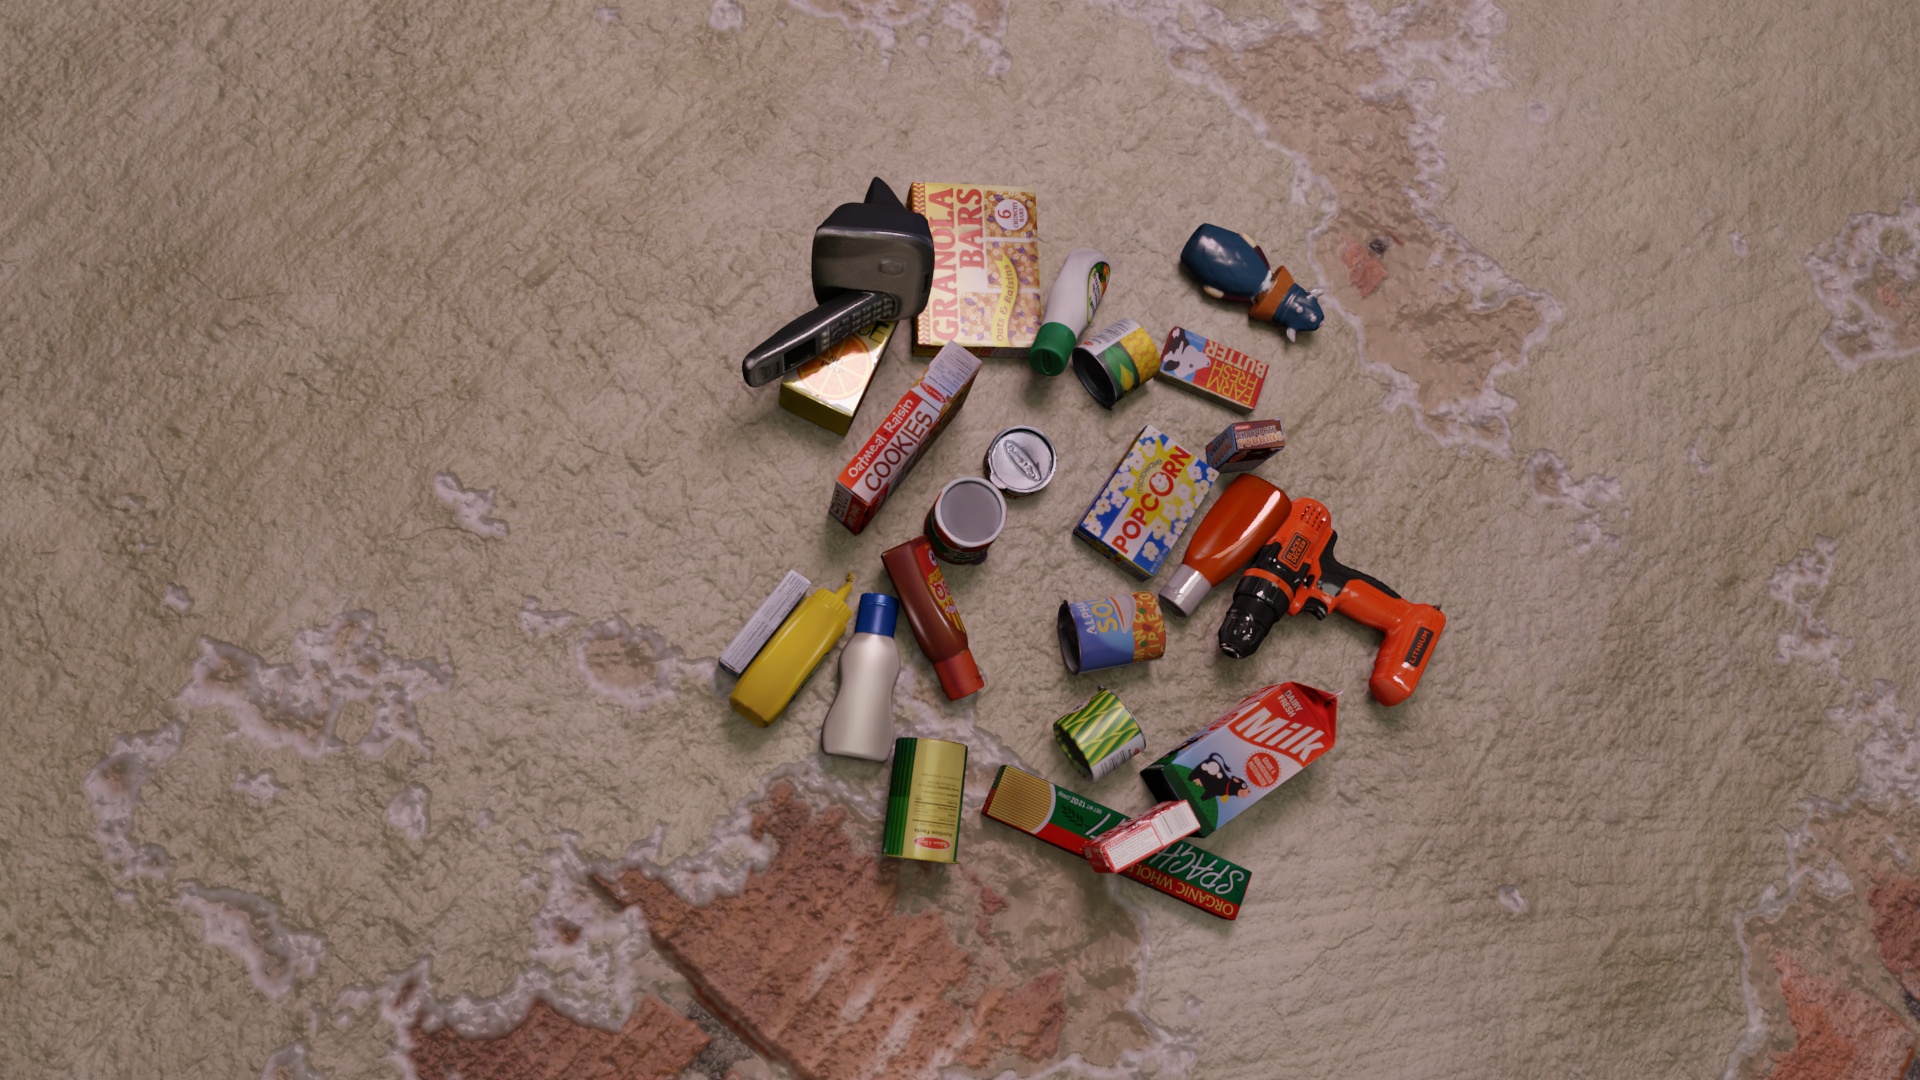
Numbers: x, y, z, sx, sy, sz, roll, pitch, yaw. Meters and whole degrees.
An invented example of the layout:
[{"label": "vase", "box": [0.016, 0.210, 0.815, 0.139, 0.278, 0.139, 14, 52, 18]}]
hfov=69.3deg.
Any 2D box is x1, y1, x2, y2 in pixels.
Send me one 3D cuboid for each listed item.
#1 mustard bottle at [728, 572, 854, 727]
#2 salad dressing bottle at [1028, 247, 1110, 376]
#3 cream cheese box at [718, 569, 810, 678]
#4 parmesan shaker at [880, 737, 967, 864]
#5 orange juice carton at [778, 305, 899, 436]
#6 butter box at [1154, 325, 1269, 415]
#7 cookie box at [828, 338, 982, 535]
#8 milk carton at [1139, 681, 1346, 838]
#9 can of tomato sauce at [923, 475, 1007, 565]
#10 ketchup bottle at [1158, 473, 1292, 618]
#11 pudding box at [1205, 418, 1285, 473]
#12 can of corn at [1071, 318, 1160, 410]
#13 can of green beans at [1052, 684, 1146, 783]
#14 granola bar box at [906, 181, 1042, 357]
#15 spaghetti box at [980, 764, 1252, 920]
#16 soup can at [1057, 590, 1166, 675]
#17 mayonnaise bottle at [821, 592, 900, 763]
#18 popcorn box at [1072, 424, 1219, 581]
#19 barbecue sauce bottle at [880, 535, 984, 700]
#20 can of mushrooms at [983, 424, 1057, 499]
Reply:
[{"label": "mustard bottle", "box": [-0.140, 0.092, 1.233, 0.049, 0.065, 0.161, 39, 71, -3]}, {"label": "salad dressing bottle", "box": [0.103, -0.217, 1.321, 0.044, 0.064, 0.148, 11, 51, 18]}, {"label": "cream cheese box", "box": [-0.175, 0.074, 1.236, 0.024, 0.053, 0.104, 38, 75, -2]}, {"label": "parmesan shaker", "box": [-0.028, 0.229, 1.220, 0.071, 0.071, 0.103, 8, 76, -7]}, {"label": "orange juice carton", "box": [-0.098, -0.203, 1.299, 0.073, 0.071, 0.193, 24, 76, -4]}, {"label": "butter box", "box": [0.248, -0.167, 1.371, 0.103, 0.024, 0.053, 22, 76, -4]}, {"label": "cookie box", "box": [-0.051, -0.090, 1.255, 0.040, 0.122, 0.168, 37, 75, 1]}, {"label": "milk carton", "box": [0.268, 0.189, 1.272, 0.191, 0.072, 0.073, -31, 85, -14]}, {"label": "can of tomato sauce", "box": [0.005, -0.016, 1.269, 0.071, 0.083, 0.071, 2, 78, -8]}, {"label": "ketchup bottle", "box": [0.246, 0.006, 1.317, 0.149, 0.065, 0.043, -49, 133, -9]}, {"label": "pudding box", "box": [0.271, -0.089, 1.327, 0.050, 0.083, 0.030, -5, 79, -10]}, {"label": "can of corn", "box": [0.151, -0.170, 1.336, 0.058, 0.071, 0.071, -34, 85, -14]}, {"label": "can of green beans", "box": [0.125, 0.177, 1.255, 0.058, 0.071, 0.071, -32, 85, -13]}, {"label": "granola bar box", "box": [0.013, -0.261, 1.346, 0.124, 0.039, 0.166, 0, 78, -10]}, {"label": "spaghetti box", "box": [0.143, 0.274, 1.256, 0.250, 0.028, 0.050, 24, 76, -3]}, {"label": "soup can", "box": [0.138, 0.082, 1.276, 0.084, 0.071, 0.071, -9, 80, -11]}, {"label": "mayonnaise bottle", "box": [-0.083, 0.122, 1.247, 0.065, 0.041, 0.148, 10, 75, -6]}, {"label": "popcorn box", "box": [0.176, -0.036, 1.323, 0.085, 0.038, 0.127, 35, 75, 0]}, {"label": "barbecue sauce bottle", "box": [-0.023, 0.071, 1.259, 0.043, 0.065, 0.148, -23, 91, 16]}, {"label": "can of mushrooms", "box": [0.054, -0.072, 1.315, 0.071, 0.033, 0.071, 2, 78, -9]}]
